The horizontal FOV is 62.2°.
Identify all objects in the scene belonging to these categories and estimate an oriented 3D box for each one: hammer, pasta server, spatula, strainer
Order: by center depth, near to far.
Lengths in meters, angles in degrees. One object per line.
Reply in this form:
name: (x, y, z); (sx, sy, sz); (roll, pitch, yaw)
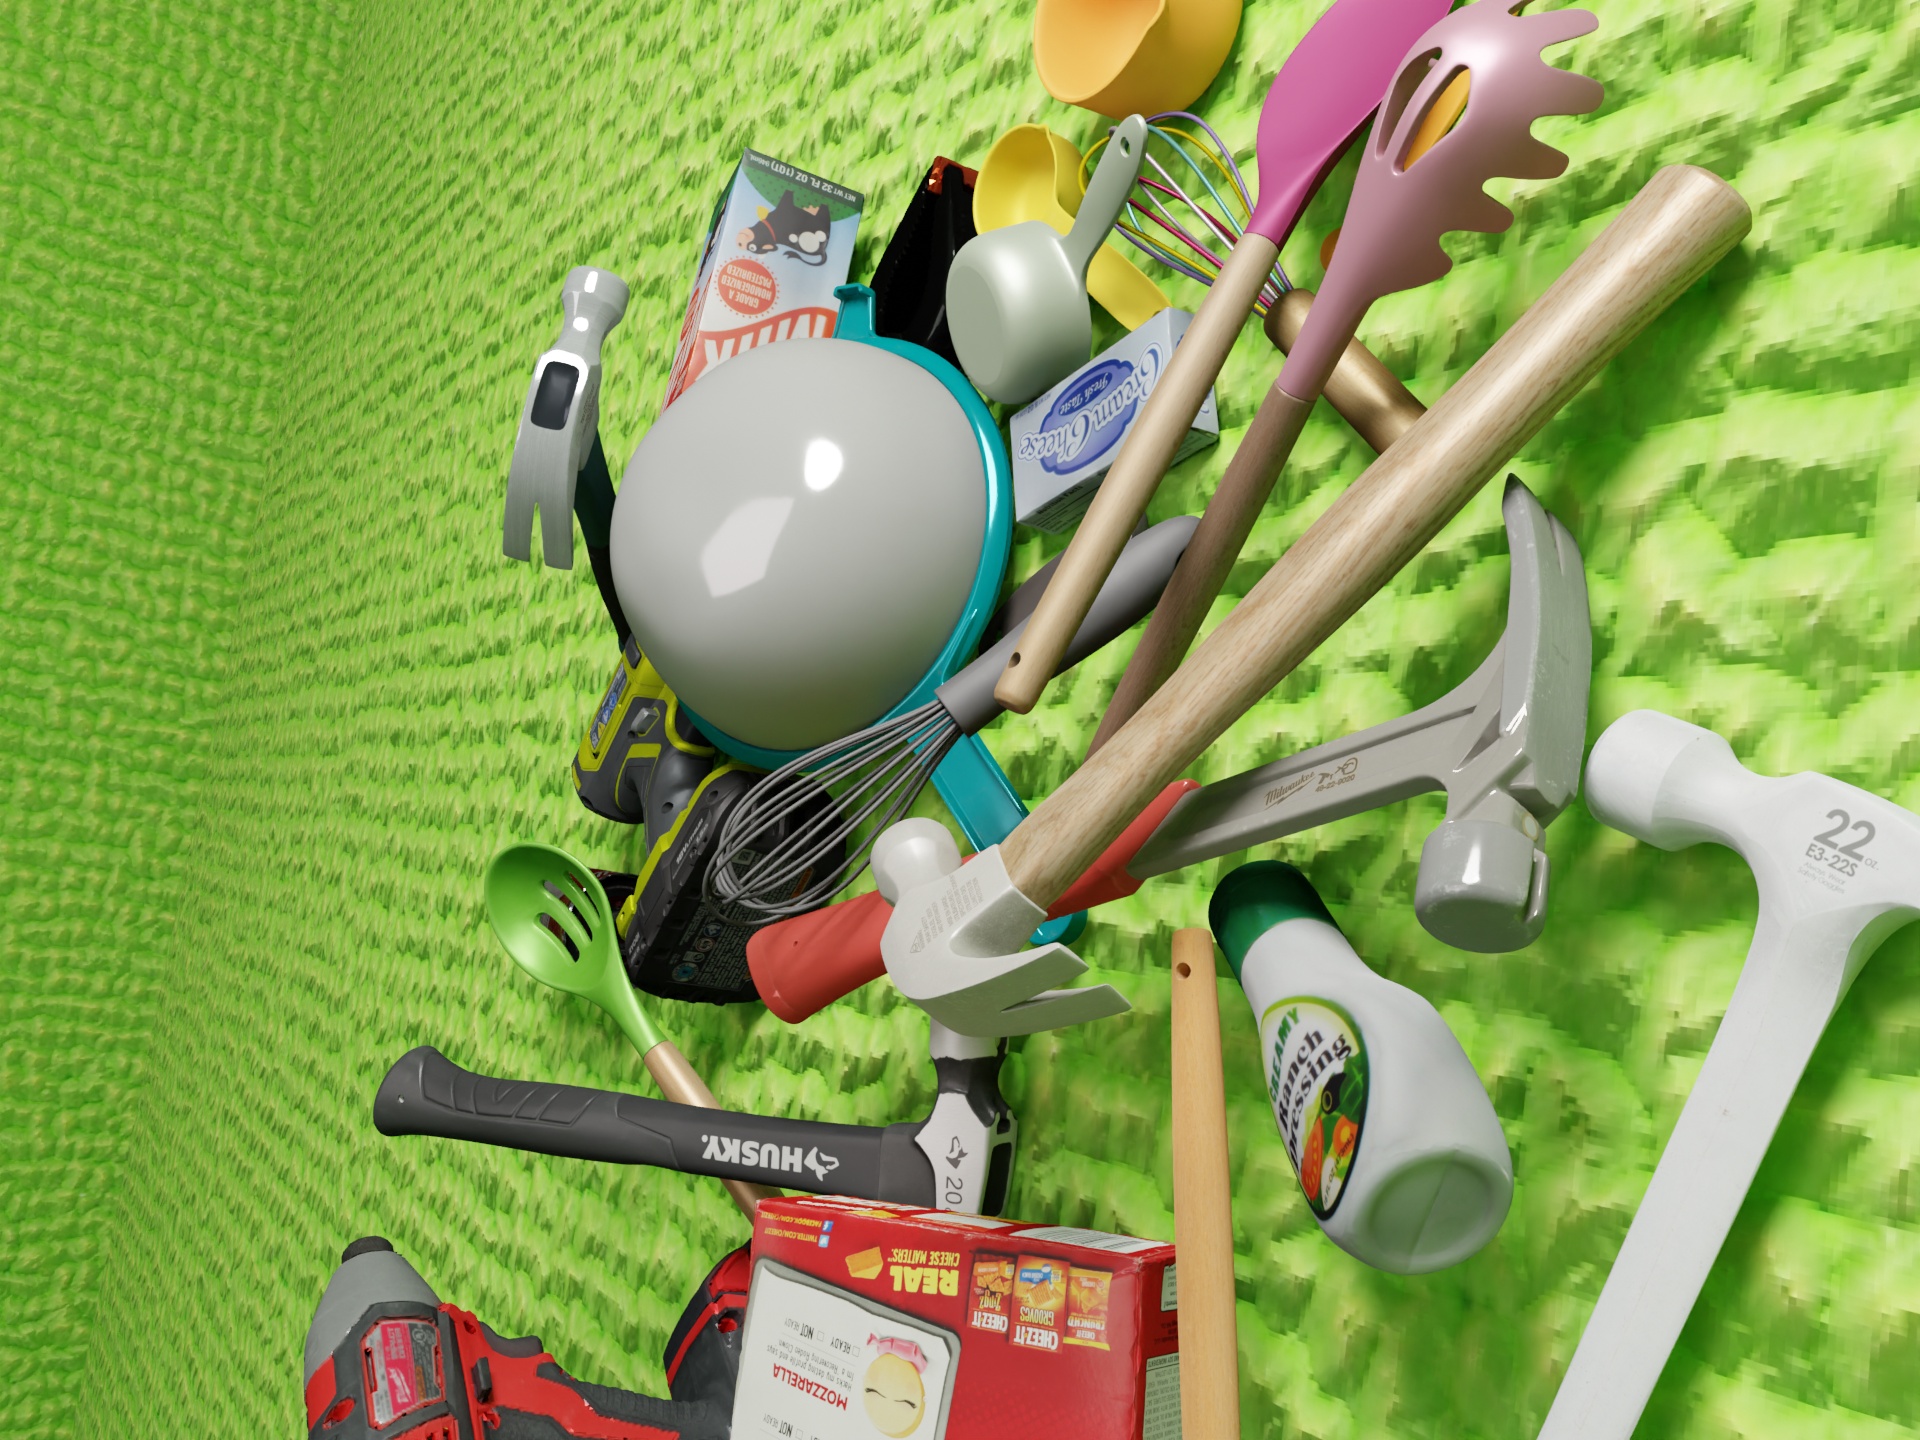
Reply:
hammer: (0.152, 0.207, 0.403); (0.144, 0.035, 0.405); (33, 107, 55)
spatula: (0.068, 0.218, 0.455); (0.081, 0.041, 0.323); (-15, 66, 38)
hammer: (0.098, -0.030, 0.472); (0.331, 0.031, 0.130); (-46, 25, 11)
pasta server: (0.107, -0.089, 0.537); (0.060, 0.040, 0.316); (58, 139, 36)
hammer: (0.043, 0.041, 0.546); (0.359, 0.036, 0.149); (-25, 36, 45)
strainer: (-0.058, -0.043, 0.680); (0.211, 0.095, 0.341); (-45, 56, 17)
hammer: (-0.131, 0.188, 0.699); (0.335, 0.035, 0.146); (-1, 83, 28)
hammer: (-0.191, -0.102, 0.863); (0.331, 0.033, 0.128); (104, 179, -73)

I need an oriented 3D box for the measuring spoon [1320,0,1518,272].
measuring spoon: (0.159, -0.208, 0.552); (0.117, 0.011, 0.021); (-59, 38, 25)

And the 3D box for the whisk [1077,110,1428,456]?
whisk: (0.107, -0.158, 0.586); (0.051, 0.047, 0.245); (106, 147, -41)

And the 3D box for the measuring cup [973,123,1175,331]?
measuring cup: (0.058, -0.206, 0.697); (0.157, 0.029, 0.062); (54, 126, 34)

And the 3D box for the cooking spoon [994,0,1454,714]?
cooking spoon: (0.091, -0.142, 0.546); (0.069, 0.017, 0.319); (16, 73, 52)

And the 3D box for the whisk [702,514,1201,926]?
whisk: (0.000, -0.001, 0.605); (0.239, 0.055, 0.055); (-37, 41, 0)

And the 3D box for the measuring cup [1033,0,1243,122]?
measuring cup: (0.091, -0.331, 0.647); (0.095, 0.052, 0.173); (47, 121, 48)

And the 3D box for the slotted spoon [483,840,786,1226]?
slotted spoon: (-0.127, 0.174, 0.733); (0.314, 0.031, 0.070); (47, 114, 25)

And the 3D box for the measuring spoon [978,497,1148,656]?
measuring spoon: (0.043, -0.056, 0.673); (0.124, 0.018, 0.034); (-42, 51, 50)

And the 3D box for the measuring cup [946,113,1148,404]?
measuring cup: (0.033, -0.188, 0.647); (0.083, 0.038, 0.167); (67, 161, 11)

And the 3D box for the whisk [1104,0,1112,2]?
whisk: (0.108, -0.398, 0.654); (0.284, 0.070, 0.070); (-55, 39, 37)

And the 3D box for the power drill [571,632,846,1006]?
power drill: (-0.137, 0.019, 0.853); (0.190, 0.080, 0.229); (-59, 35, 25)

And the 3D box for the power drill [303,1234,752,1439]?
power drill: (-0.162, 0.280, 0.670); (0.078, 0.219, 0.143); (-61, 37, 22)
